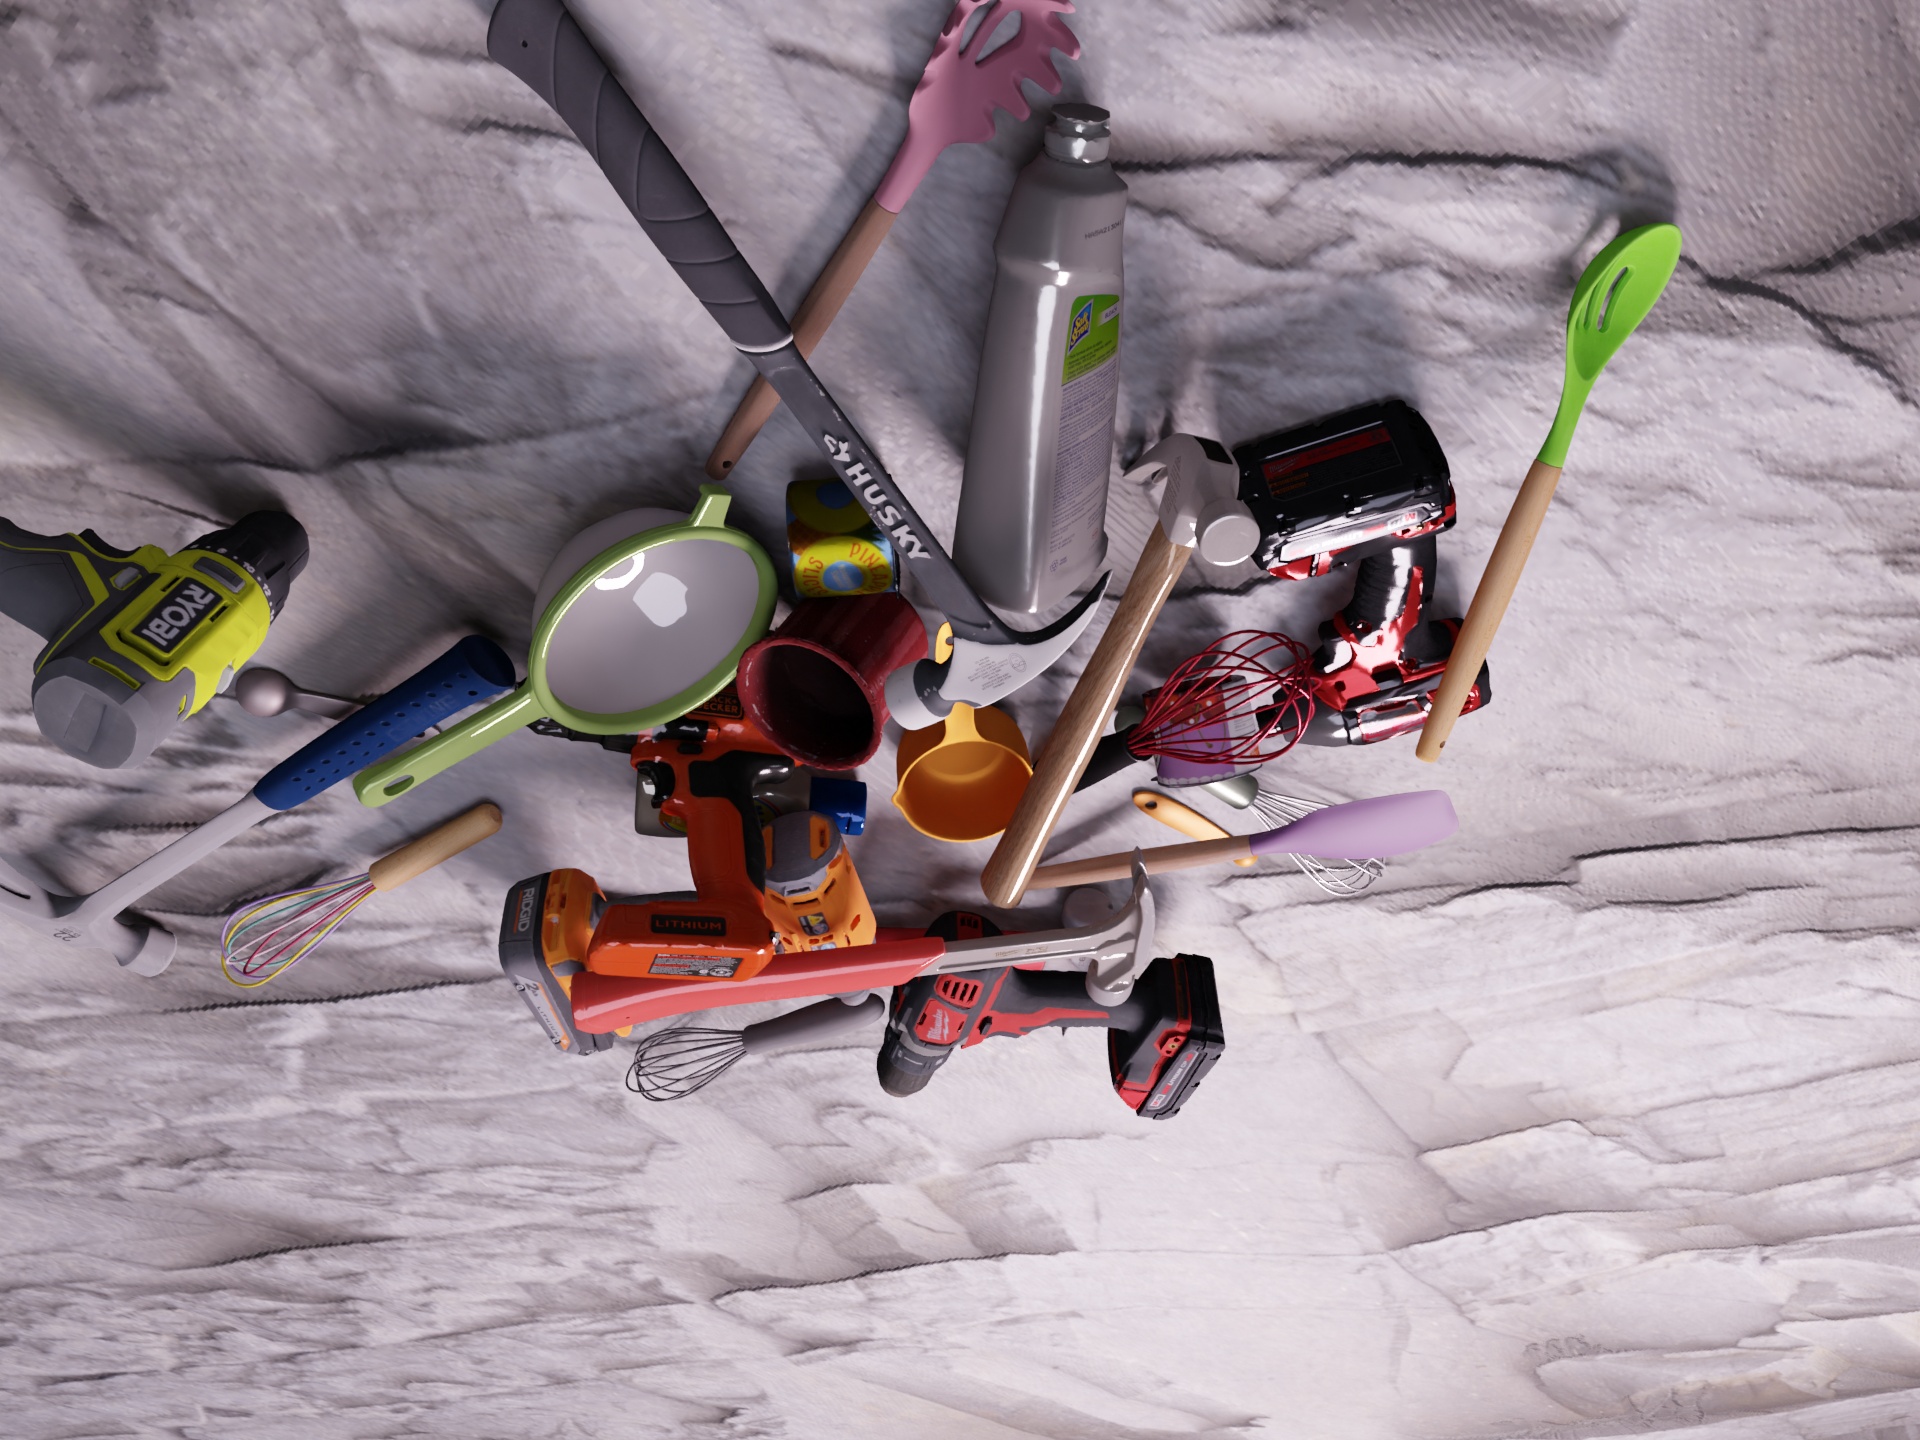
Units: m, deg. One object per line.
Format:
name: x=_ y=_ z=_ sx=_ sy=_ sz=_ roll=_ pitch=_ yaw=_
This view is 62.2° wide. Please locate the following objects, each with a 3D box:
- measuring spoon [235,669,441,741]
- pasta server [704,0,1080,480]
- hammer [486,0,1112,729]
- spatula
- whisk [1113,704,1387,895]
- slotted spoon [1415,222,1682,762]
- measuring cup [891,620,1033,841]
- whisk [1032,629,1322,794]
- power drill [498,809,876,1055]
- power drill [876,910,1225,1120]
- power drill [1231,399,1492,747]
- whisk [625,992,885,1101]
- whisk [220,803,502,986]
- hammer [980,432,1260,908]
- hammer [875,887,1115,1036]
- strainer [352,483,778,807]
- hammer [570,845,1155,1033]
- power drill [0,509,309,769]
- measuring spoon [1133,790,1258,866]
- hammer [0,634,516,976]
measuring spoon: x=-0.384 y=-0.002 z=0.984 sx=0.124 sy=0.018 sz=0.034 roll=16 pitch=130 yaw=-19
pasta server: x=-0.049 y=-0.229 z=0.785 sx=0.060 sy=0.040 sz=0.316 roll=15 pitch=132 yaw=-32
hammer: x=-0.081 y=-0.170 z=0.768 sx=0.149 sy=0.036 sz=0.408 roll=-22 pitch=117 yaw=34
spatula: x=0.172 y=0.089 z=1.070 sx=0.316 sy=0.018 sz=0.059 roll=-11 pitch=133 yaw=23
whisk: x=0.198 y=0.052 z=1.070 sx=0.246 sy=0.058 sz=0.059 roll=30 pitch=90 yaw=-25
slotted spoon: x=0.309 y=-0.116 z=0.867 sx=0.070 sy=0.031 sz=0.313 roll=-5 pitch=121 yaw=-41
measuring cup: x=-0.002 y=-0.003 z=0.994 sx=0.095 sy=0.052 sz=0.173 roll=-7 pitch=128 yaw=-1
whisk: x=0.115 y=0.008 z=0.934 sx=0.073 sy=0.073 sz=0.296 roll=18 pitch=160 yaw=-20
power drill: x=-0.168 y=0.151 z=1.050 sx=0.226 sy=0.084 sz=0.164 roll=-13 pitch=132 yaw=5
power drill: x=0.056 y=0.224 z=1.146 sx=0.226 sy=0.080 sz=0.187 roll=12 pitch=134 yaw=-12
power drill: x=0.229 y=-0.068 z=0.936 sx=0.143 sy=0.079 sz=0.219 roll=-17 pitch=135 yaw=10
whisk: x=-0.156 y=0.239 z=1.183 sx=0.239 sy=0.055 sz=0.055 roll=-21 pitch=132 yaw=27
whisk: x=-0.409 y=0.120 z=1.081 sx=0.245 sy=0.047 sz=0.051 roll=-27 pitch=128 yaw=15
hammer: x=0.078 y=-0.017 z=0.919 sx=0.031 sy=0.130 sz=0.331 roll=12 pitch=127 yaw=-16
hammer: x=-0.089 y=0.174 z=1.161 sx=0.386 sy=0.038 sz=0.143 roll=3 pitch=134 yaw=-7
strainer: x=-0.227 y=-0.040 z=0.886 sx=0.256 sy=0.069 sz=0.151 roll=-31 pitch=149 yaw=-10
hammer: x=-0.059 y=0.148 z=0.986 sx=0.359 sy=0.037 sz=0.149 roll=-6 pitch=142 yaw=-6
power drill: x=-0.458 y=-0.095 z=0.798 sx=0.228 sy=0.191 sz=0.080 roll=34 pitch=124 yaw=-14
measuring spoon: x=0.165 y=0.077 z=1.107 sx=0.116 sy=0.011 sz=0.021 roll=28 pitch=125 yaw=-27
hammer: x=-0.446 y=0.051 z=0.999 sx=0.405 sy=0.035 sz=0.143 roll=-28 pitch=139 yaw=21
